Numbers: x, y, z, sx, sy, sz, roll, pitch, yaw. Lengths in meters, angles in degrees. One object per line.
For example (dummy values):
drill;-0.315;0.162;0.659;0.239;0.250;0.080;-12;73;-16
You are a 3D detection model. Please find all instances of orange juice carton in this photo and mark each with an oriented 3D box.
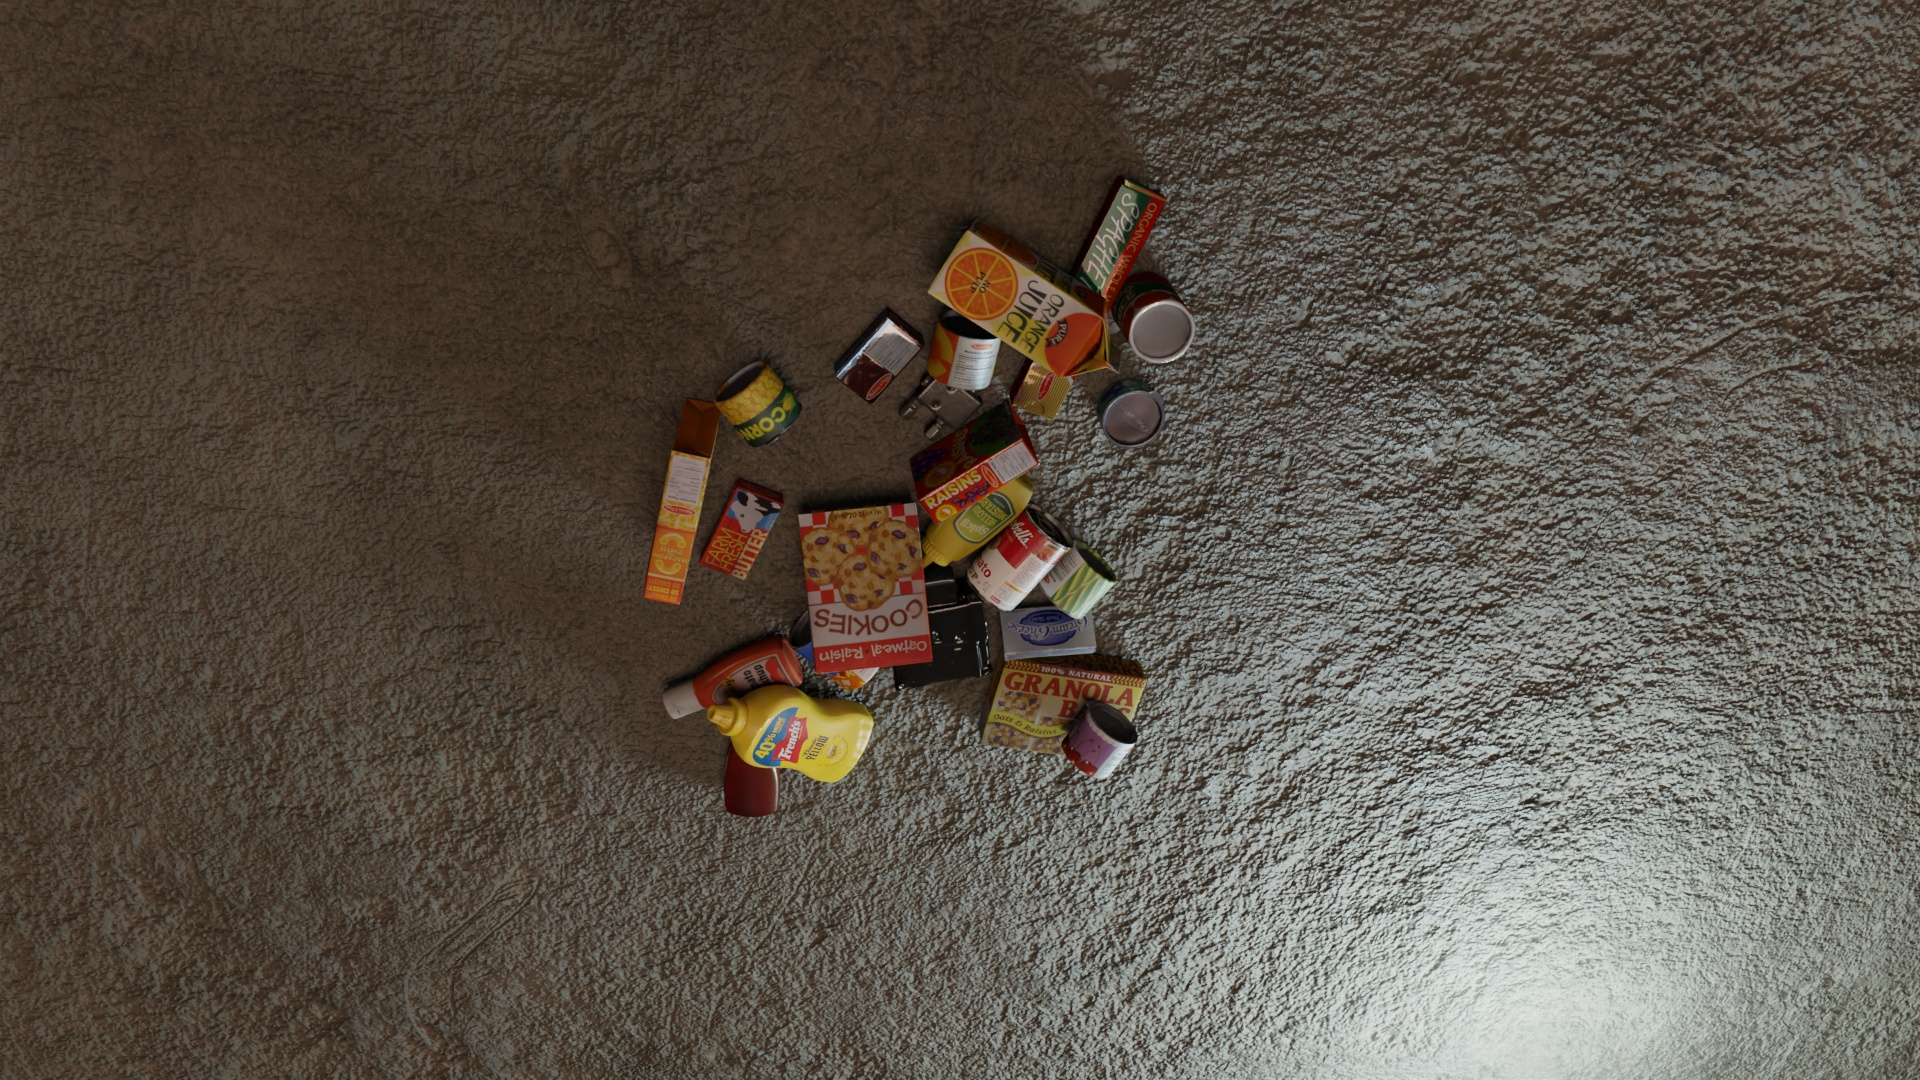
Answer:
orange juice carton;0.072;-0.221;1.317;0.193;0.072;0.072;32;114;-6

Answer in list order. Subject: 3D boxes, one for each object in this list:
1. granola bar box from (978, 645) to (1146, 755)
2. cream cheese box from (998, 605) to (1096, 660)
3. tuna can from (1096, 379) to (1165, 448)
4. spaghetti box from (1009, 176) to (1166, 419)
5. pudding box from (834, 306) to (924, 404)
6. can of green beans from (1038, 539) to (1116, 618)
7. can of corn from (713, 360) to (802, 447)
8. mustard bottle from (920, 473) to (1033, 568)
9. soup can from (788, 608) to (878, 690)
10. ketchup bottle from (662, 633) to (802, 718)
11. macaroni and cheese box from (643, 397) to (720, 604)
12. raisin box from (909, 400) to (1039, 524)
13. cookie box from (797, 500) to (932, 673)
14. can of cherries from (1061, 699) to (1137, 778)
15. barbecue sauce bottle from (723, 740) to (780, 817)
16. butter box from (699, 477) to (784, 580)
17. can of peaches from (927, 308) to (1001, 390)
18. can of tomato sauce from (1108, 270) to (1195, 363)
granola bar box;0.115;0.186;1.596;0.166;0.039;0.123;9;118;-12
cream cheese box;0.096;0.101;1.537;0.104;0.053;0.024;-5;160;-5
tuna can;0.177;-0.132;1.429;0.071;0.033;0.070;-3;120;-5
spaghetti box;0.123;-0.236;1.366;0.050;0.029;0.249;19;115;-17
pudding box;-0.081;-0.182;1.370;0.049;0.030;0.083;36;109;-24
can of green beans;0.126;0.042;1.501;0.071;0.071;0.057;35;109;-23
can of corn;-0.199;-0.133;1.359;0.071;0.071;0.058;-32;117;11
mustard bottle;0.005;-0.018;1.462;0.065;0.049;0.160;37;109;-22
soup can;-0.135;0.114;1.511;0.071;0.071;0.083;-40;117;15
ketchup bottle;-0.253;0.155;1.530;0.149;0.044;0.064;-21;123;5
macaroni and cheese box;-0.275;-0.040;1.372;0.040;0.124;0.165;12;117;-10
raisin box;0.012;-0.079;1.407;0.123;0.086;0.040;-30;123;10
cookie box;-0.099;0.048;1.441;0.123;0.040;0.167;-6;94;-5
can of cherries;0.154;0.223;1.562;0.071;0.072;0.058;25;115;-19
barbecue sauce bottle;-0.237;0.245;1.583;0.065;0.044;0.147;2;118;-5
butter box;-0.229;-0.011;1.451;0.053;0.024;0.103;22;114;-19
can of peaches;0.004;-0.188;1.357;0.071;0.071;0.057;7;123;-11
can of tomato sauce;0.185;-0.218;1.353;0.071;0.083;0.070;-3;120;-6
